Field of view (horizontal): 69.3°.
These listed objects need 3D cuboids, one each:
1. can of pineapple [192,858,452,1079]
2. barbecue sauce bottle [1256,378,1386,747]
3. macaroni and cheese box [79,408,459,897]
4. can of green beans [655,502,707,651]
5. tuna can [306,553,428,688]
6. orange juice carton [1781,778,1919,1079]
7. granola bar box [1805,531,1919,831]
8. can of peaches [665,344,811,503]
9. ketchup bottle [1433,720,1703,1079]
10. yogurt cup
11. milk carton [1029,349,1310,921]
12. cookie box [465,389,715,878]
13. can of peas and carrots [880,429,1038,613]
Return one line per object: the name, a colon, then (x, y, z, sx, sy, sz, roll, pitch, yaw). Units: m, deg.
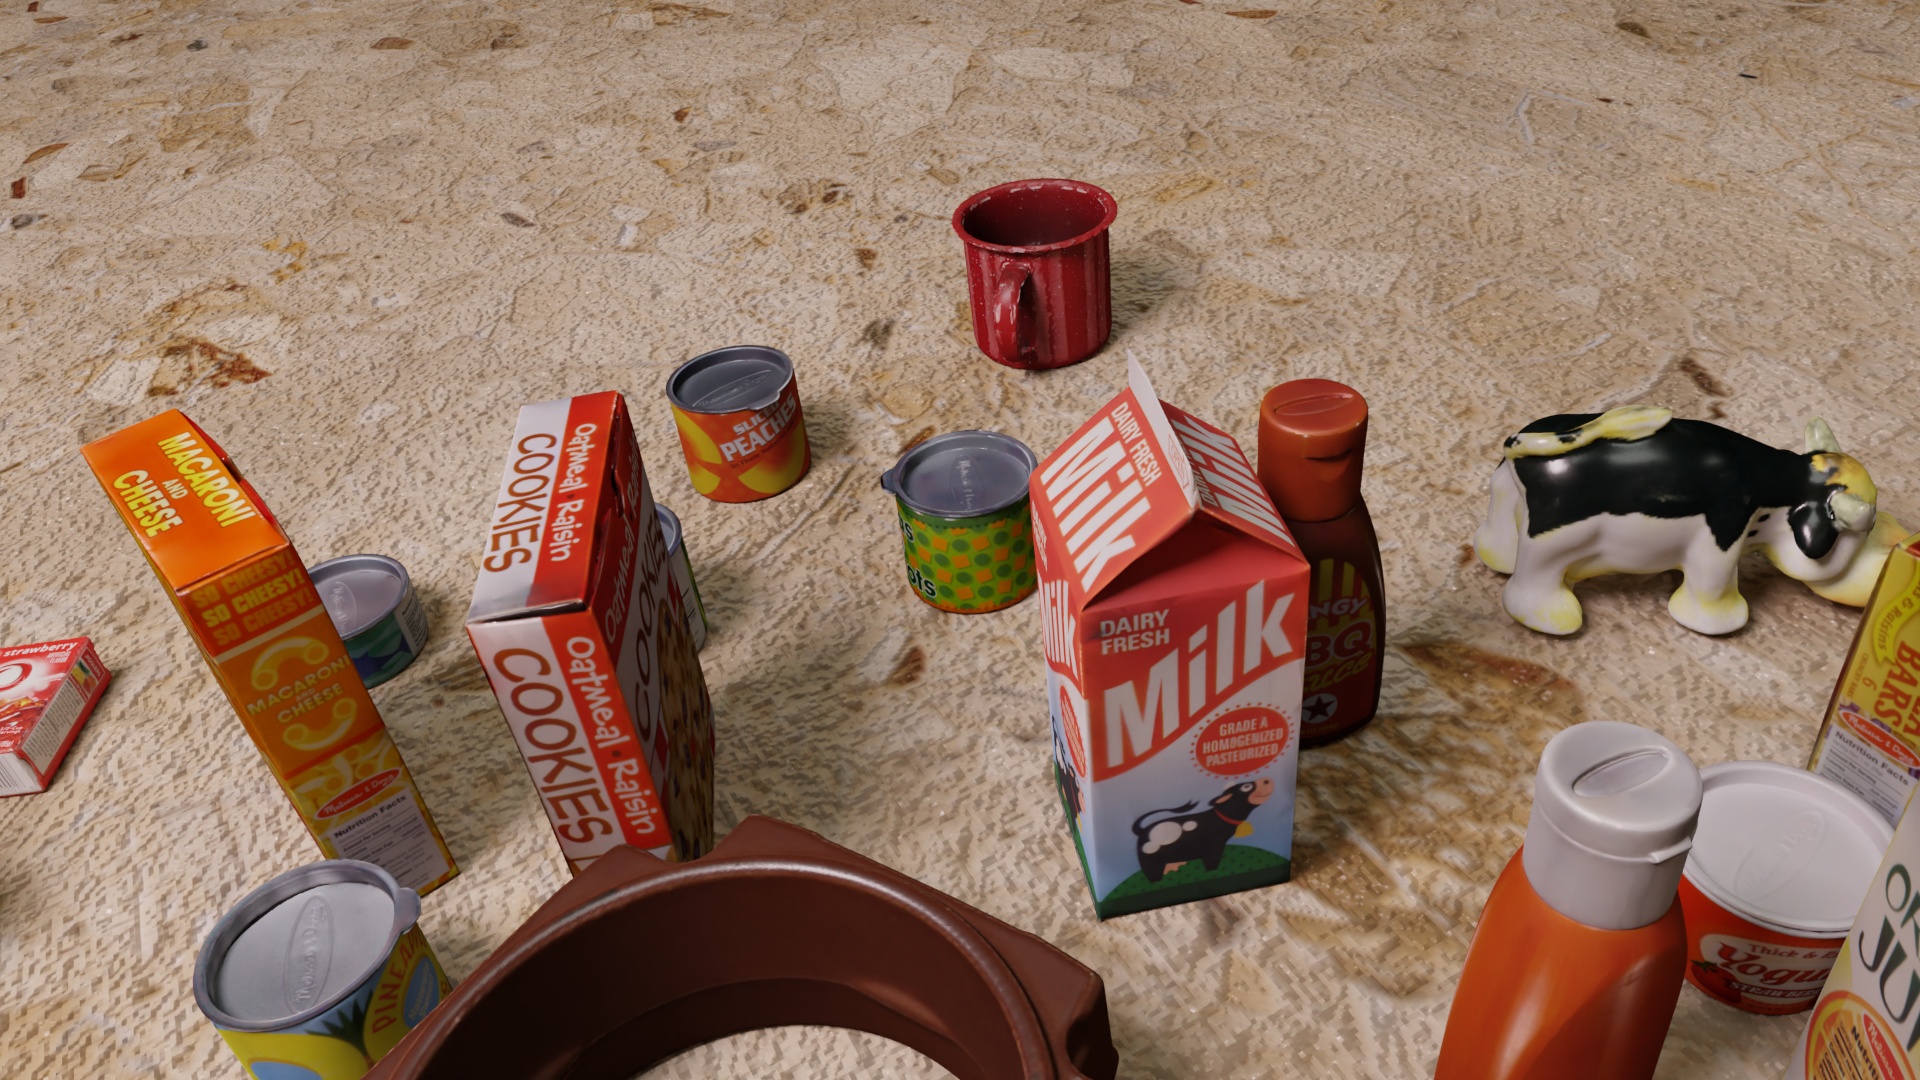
can of pineapple: (-0.208, 0.151, 0.464, 0.071, 0.057, 0.071, -5, 37, 4)
barbecue sauce bottle: (0.128, 0.011, 0.517, 0.065, 0.147, 0.044, -11, 37, -4)
macaroni and cheese box: (-0.255, 0.047, 0.518, 0.040, 0.165, 0.124, -31, 43, -28)
can of green beans: (-0.151, 0.024, 0.621, 0.071, 0.057, 0.071, -5, 37, 4)
tuna can: (-0.286, 0.040, 0.642, 0.071, 0.032, 0.071, -4, 37, 4)
orange juice carton: (0.269, 0.109, 0.331, 0.072, 0.191, 0.073, -2, 37, 7)
granola bar box: (0.372, 0.028, 0.475, 0.166, 0.123, 0.039, -22, 39, -18)
can of peaches: (-0.113, -0.060, 0.724, 0.071, 0.057, 0.071, -5, 37, 4)
ketchup bottle: (0.167, 0.114, 0.377, 0.065, 0.148, 0.044, -18, 39, -14)
yogurt cup: (0.256, 0.112, 0.442, 0.072, 0.053, 0.073, -5, 37, 4)
milk carton: (0.068, 0.034, 0.462, 0.073, 0.189, 0.073, -11, 37, -4)
cookie box: (-0.121, 0.049, 0.493, 0.040, 0.166, 0.123, -9, 37, -2)
can of peas and carrots: (0.002, -0.008, 0.636, 0.071, 0.058, 0.071, -5, 37, 4)
